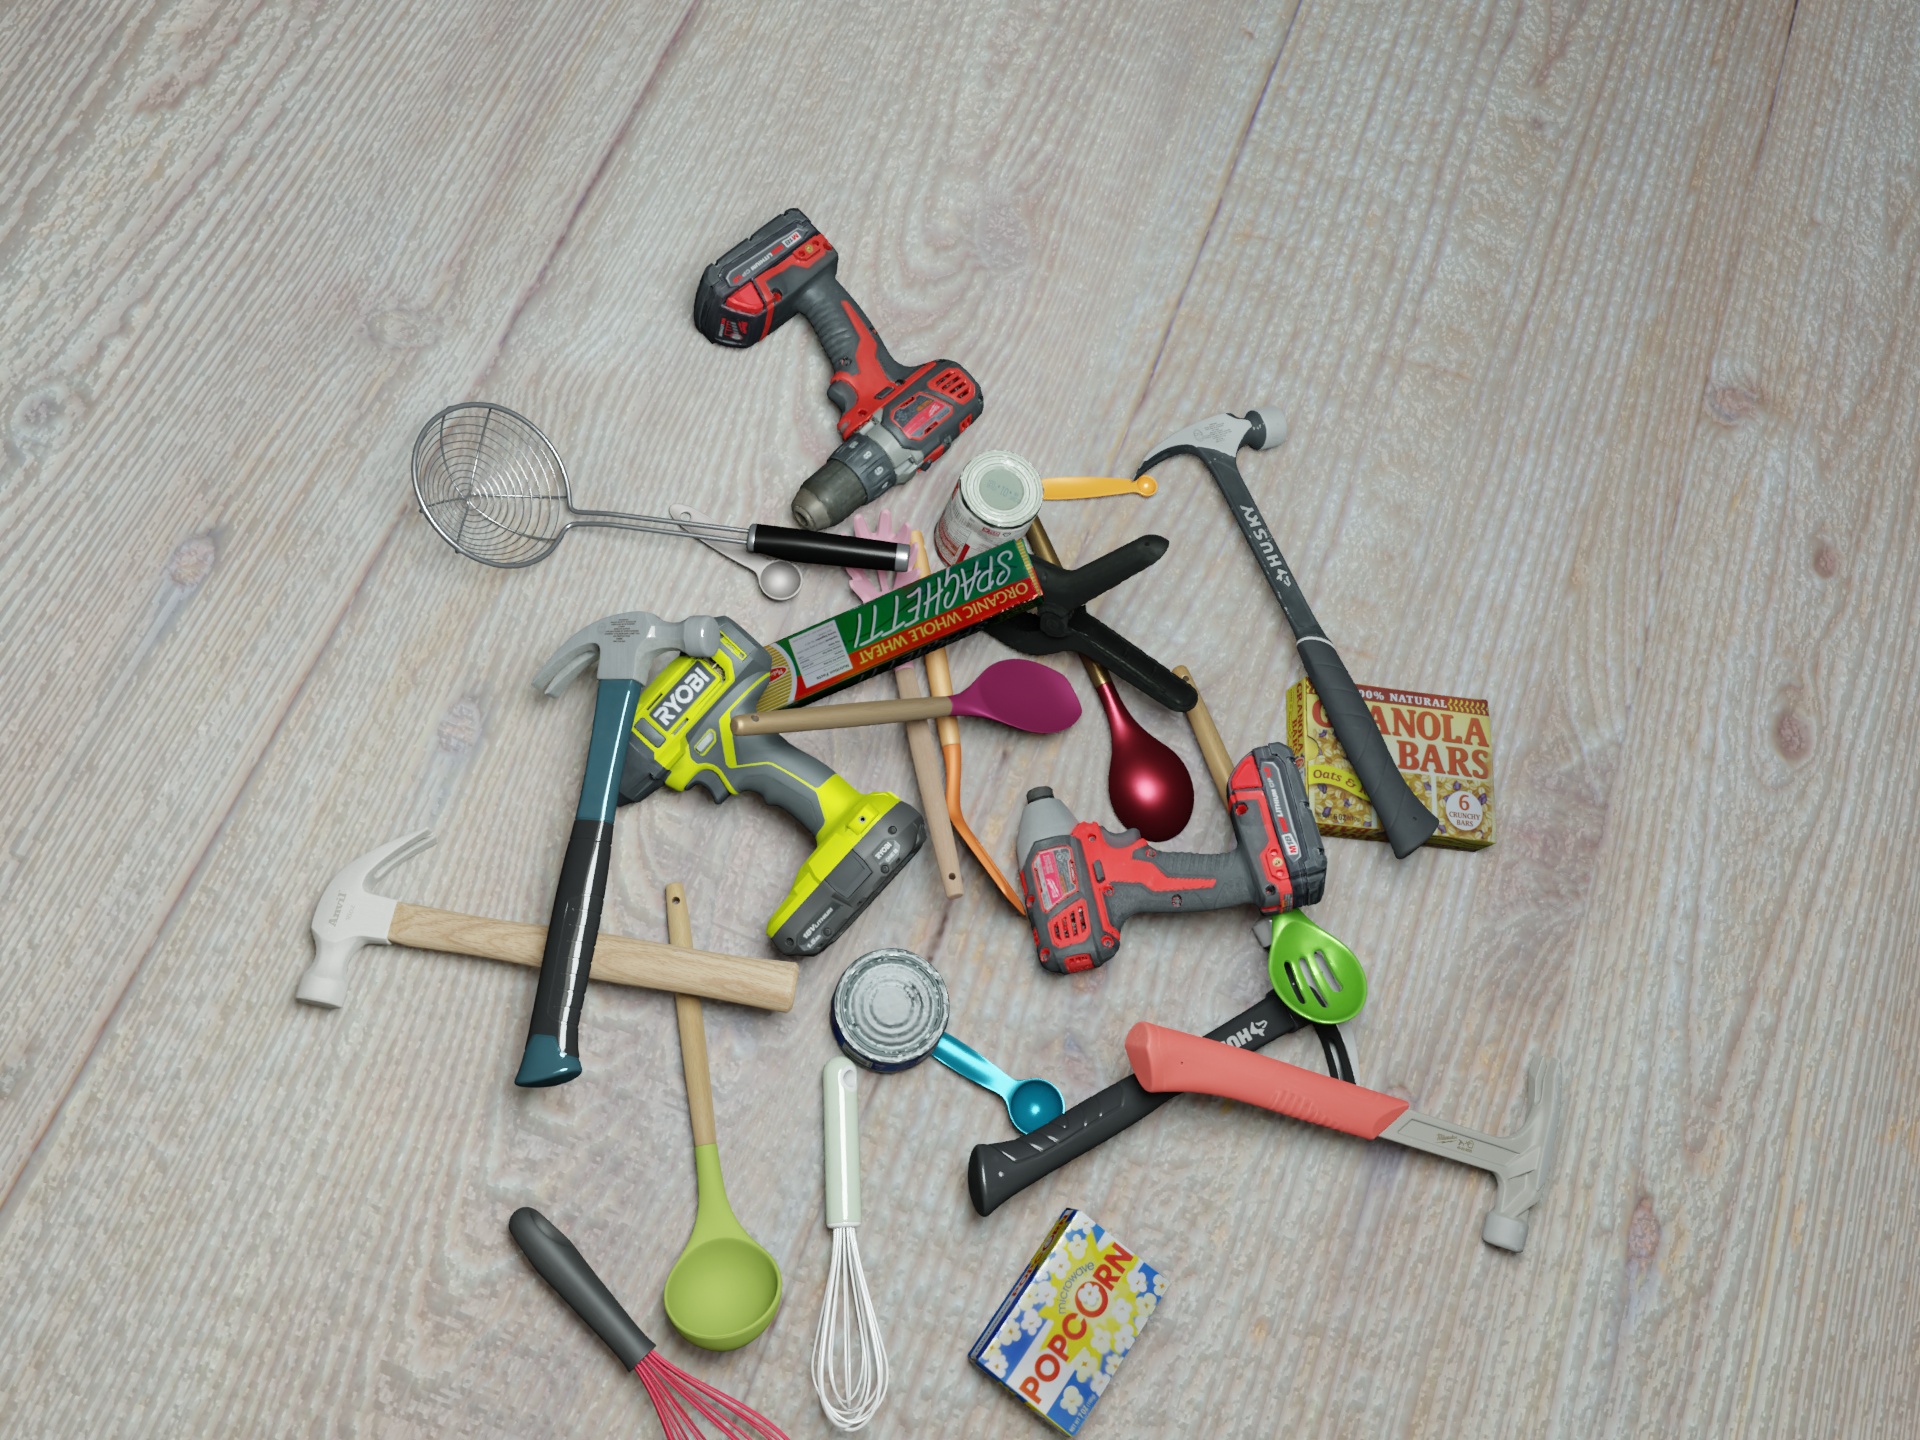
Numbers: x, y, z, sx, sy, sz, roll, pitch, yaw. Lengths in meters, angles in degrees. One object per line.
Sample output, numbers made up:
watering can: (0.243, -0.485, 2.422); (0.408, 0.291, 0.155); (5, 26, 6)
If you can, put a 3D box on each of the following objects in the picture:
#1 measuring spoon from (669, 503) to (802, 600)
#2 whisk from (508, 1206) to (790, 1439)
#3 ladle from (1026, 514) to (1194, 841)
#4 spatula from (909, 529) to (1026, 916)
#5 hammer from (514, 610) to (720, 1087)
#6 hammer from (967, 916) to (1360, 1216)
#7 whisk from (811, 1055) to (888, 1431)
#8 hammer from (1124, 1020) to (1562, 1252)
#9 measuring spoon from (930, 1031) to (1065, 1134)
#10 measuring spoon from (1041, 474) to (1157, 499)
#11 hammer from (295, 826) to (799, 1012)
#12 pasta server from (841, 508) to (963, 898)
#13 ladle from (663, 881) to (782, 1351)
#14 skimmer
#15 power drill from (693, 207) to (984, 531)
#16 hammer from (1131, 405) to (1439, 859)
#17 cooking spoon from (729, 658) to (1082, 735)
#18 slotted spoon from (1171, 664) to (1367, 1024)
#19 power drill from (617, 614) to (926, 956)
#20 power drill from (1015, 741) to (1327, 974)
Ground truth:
measuring spoon: (-0.177, -0.132, 1.247); (0.124, 0.018, 0.034); (34, 68, 7)
whisk: (-0.195, 0.432, 1.038); (0.073, 0.073, 0.296); (-42, 80, -21)
ladle: (0.106, -0.051, 1.278); (0.069, 0.031, 0.315); (-20, 76, -13)
spatula: (-0.002, -0.004, 1.226); (0.041, 0.081, 0.323); (-13, 70, 9)
hammer: (-0.251, 0.083, 1.083); (0.128, 0.033, 0.331); (2, 72, 18)
hammer: (0.149, 0.270, 1.162); (0.335, 0.035, 0.146); (-23, 79, -25)
whisk: (-0.080, 0.356, 1.096); (0.057, 0.059, 0.246); (20, 59, -46)
hammer: (0.285, 0.274, 1.166); (0.359, 0.037, 0.149); (21, 77, -18)
measuring spoon: (0.018, 0.261, 1.165); (0.128, 0.021, 0.042); (32, 66, 8)
measuring spoon: (0.108, -0.193, 1.333); (0.117, 0.011, 0.021); (-4, 69, -10)
hammer: (-0.277, 0.156, 1.102); (0.331, 0.031, 0.130); (10, 68, -3)
pasta server: (-0.037, -0.016, 1.204); (0.060, 0.040, 0.316); (-11, 66, -6)
ladle: (-0.179, 0.265, 1.096); (0.078, 0.062, 0.320); (-7, 72, -11)
skimmer: (-0.217, -0.157, 1.186); (0.363, 0.090, 0.127); (7, 69, -2)
power drill: (-0.115, -0.274, 1.274); (0.227, 0.080, 0.188); (47, 69, 1)
hammer: (0.274, -0.076, 1.284); (0.149, 0.036, 0.409); (-14, 68, -20)
cooking spoon: (-0.031, -0.009, 1.164); (0.318, 0.017, 0.069); (-6, 62, -40)
slotted spoon: (0.228, 0.091, 1.233); (0.070, 0.031, 0.314); (-15, 65, -12)
power drill: (-0.150, 0.058, 1.146); (0.223, 0.080, 0.171); (43, 92, 6)
power drill: (0.151, 0.096, 1.187); (0.219, 0.078, 0.143); (-15, 65, 4)
